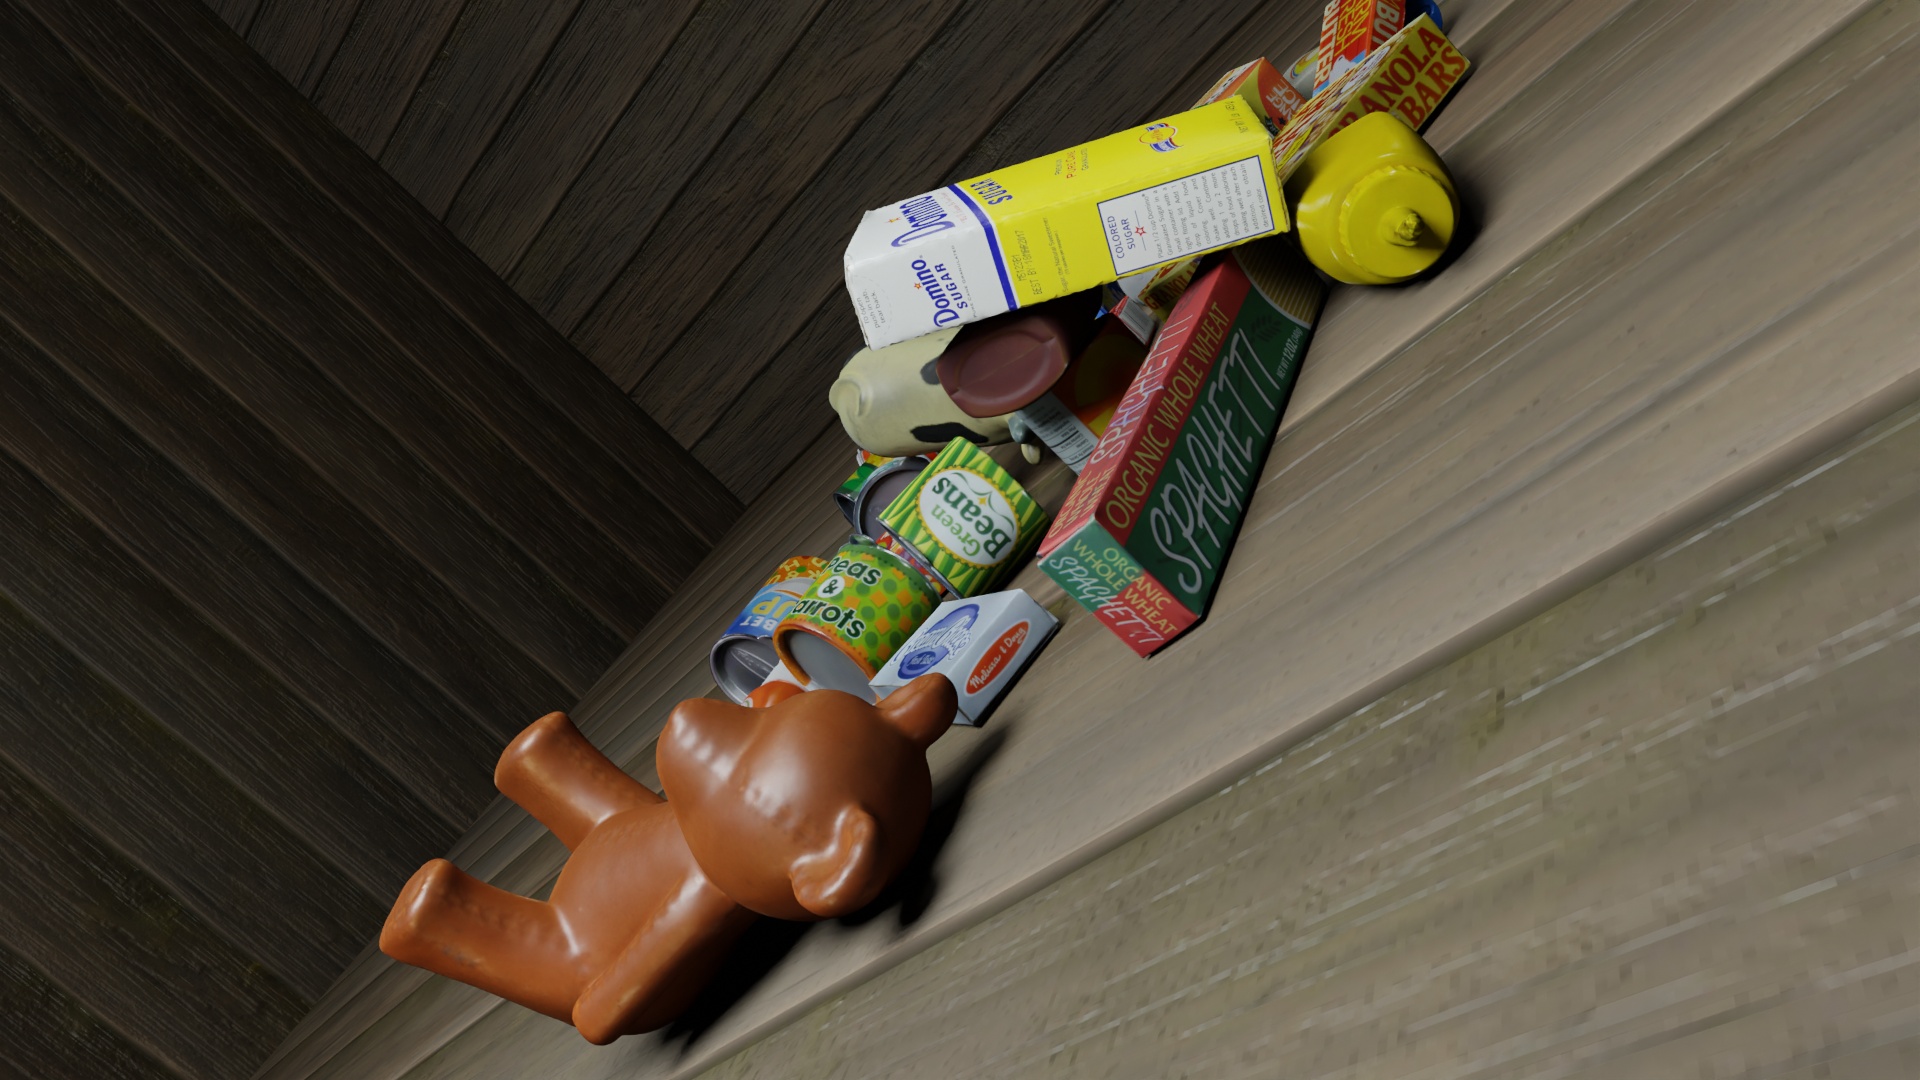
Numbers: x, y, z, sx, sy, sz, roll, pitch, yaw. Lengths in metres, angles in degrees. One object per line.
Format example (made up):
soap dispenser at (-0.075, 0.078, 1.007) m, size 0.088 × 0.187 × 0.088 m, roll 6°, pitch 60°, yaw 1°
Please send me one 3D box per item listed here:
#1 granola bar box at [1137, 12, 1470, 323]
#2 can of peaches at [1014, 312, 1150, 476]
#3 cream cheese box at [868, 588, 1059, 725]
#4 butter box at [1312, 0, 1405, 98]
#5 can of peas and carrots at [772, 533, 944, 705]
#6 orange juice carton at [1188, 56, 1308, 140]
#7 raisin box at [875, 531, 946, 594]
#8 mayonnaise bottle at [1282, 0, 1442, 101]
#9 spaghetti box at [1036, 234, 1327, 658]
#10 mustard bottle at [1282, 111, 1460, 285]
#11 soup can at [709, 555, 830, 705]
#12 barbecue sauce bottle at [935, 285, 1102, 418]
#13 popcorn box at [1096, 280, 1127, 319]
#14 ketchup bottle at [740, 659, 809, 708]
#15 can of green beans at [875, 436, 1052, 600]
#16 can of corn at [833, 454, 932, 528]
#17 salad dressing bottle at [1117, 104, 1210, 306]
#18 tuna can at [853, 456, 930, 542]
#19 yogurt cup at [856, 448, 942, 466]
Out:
granola bar box at (0.180, -0.189, 0.737) m, size 0.166 × 0.039 × 0.124 m, roll -49°, pitch 9°, yaw -18°
can of peaches at (0.068, -0.066, 0.652) m, size 0.071 × 0.058 × 0.071 m, roll -45°, pitch 9°, yaw 10°
cream cheese box at (-0.001, 0.049, 0.576) m, size 0.053 × 0.024 × 0.103 m, roll -48°, pitch 10°, yaw -17°
butter box at (0.237, -0.289, 0.829) m, size 0.053 × 0.024 × 0.104 m, roll -28°, pitch 45°, yaw 62°
can of peas and carrots at (-0.050, 0.042, 0.676) m, size 0.059 × 0.071 × 0.070 m, roll -53°, pitch 11°, yaw -31°
orange juice carton at (0.188, -0.263, 0.913) m, size 0.073 × 0.072 × 0.193 m, roll -44°, pitch 9°, yaw 12°
raisin box at (-0.024, 0.010, 0.797) m, size 0.123 × 0.040 × 0.086 m, roll -46°, pitch 9°, yaw 5°
mayonnaise bottle at (0.262, -0.318, 0.914) m, size 0.065 × 0.041 × 0.148 m, roll -45°, pitch 10°, yaw -7°
spaghetti box at (0.092, -0.053, 0.520) m, size 0.028 × 0.050 × 0.251 m, roll -40°, pitch 11°, yaw 40°
mustard bottle at (0.161, -0.128, 0.539) m, size 0.065 × 0.049 × 0.161 m, roll -41°, pitch 11°, yaw 20°
soup can at (-0.103, 0.057, 0.854) m, size 0.071 × 0.071 × 0.084 m, roll -38°, pitch 12°, yaw 42°
barbecue sauce bottle at (0.039, -0.110, 0.648) m, size 0.064 × 0.043 × 0.149 m, roll -26°, pitch 18°, yaw 31°
popcorn box at (0.079, -0.175, 0.981) m, size 0.038 × 0.085 × 0.127 m, roll -44°, pitch 10°, yaw 21°
ketchup bottle at (-0.105, 0.109, 0.717) m, size 0.064 × 0.043 × 0.149 m, roll -40°, pitch 11°, yaw 36°
can of green beans at (0.002, -0.008, 0.673) m, size 0.058 × 0.071 × 0.071 m, roll -46°, pitch 9°, yaw -3°
can of corn at (-0.047, -0.031, 0.974) m, size 0.058 × 0.071 × 0.071 m, roll -48°, pitch 9°, yaw -14°
salad dressing bottle at (0.131, -0.197, 0.830) m, size 0.064 × 0.044 × 0.147 m, roll -46°, pitch -11°, yaw -22°
tuna can at (-0.032, -0.019, 0.856) m, size 0.071 × 0.071 × 0.033 m, roll -45°, pitch 9°, yaw 6°
yogurt cup at (-0.037, -0.055, 1.049) m, size 0.054 × 0.072 × 0.072 m, roll -37°, pitch 11°, yaw 9°
